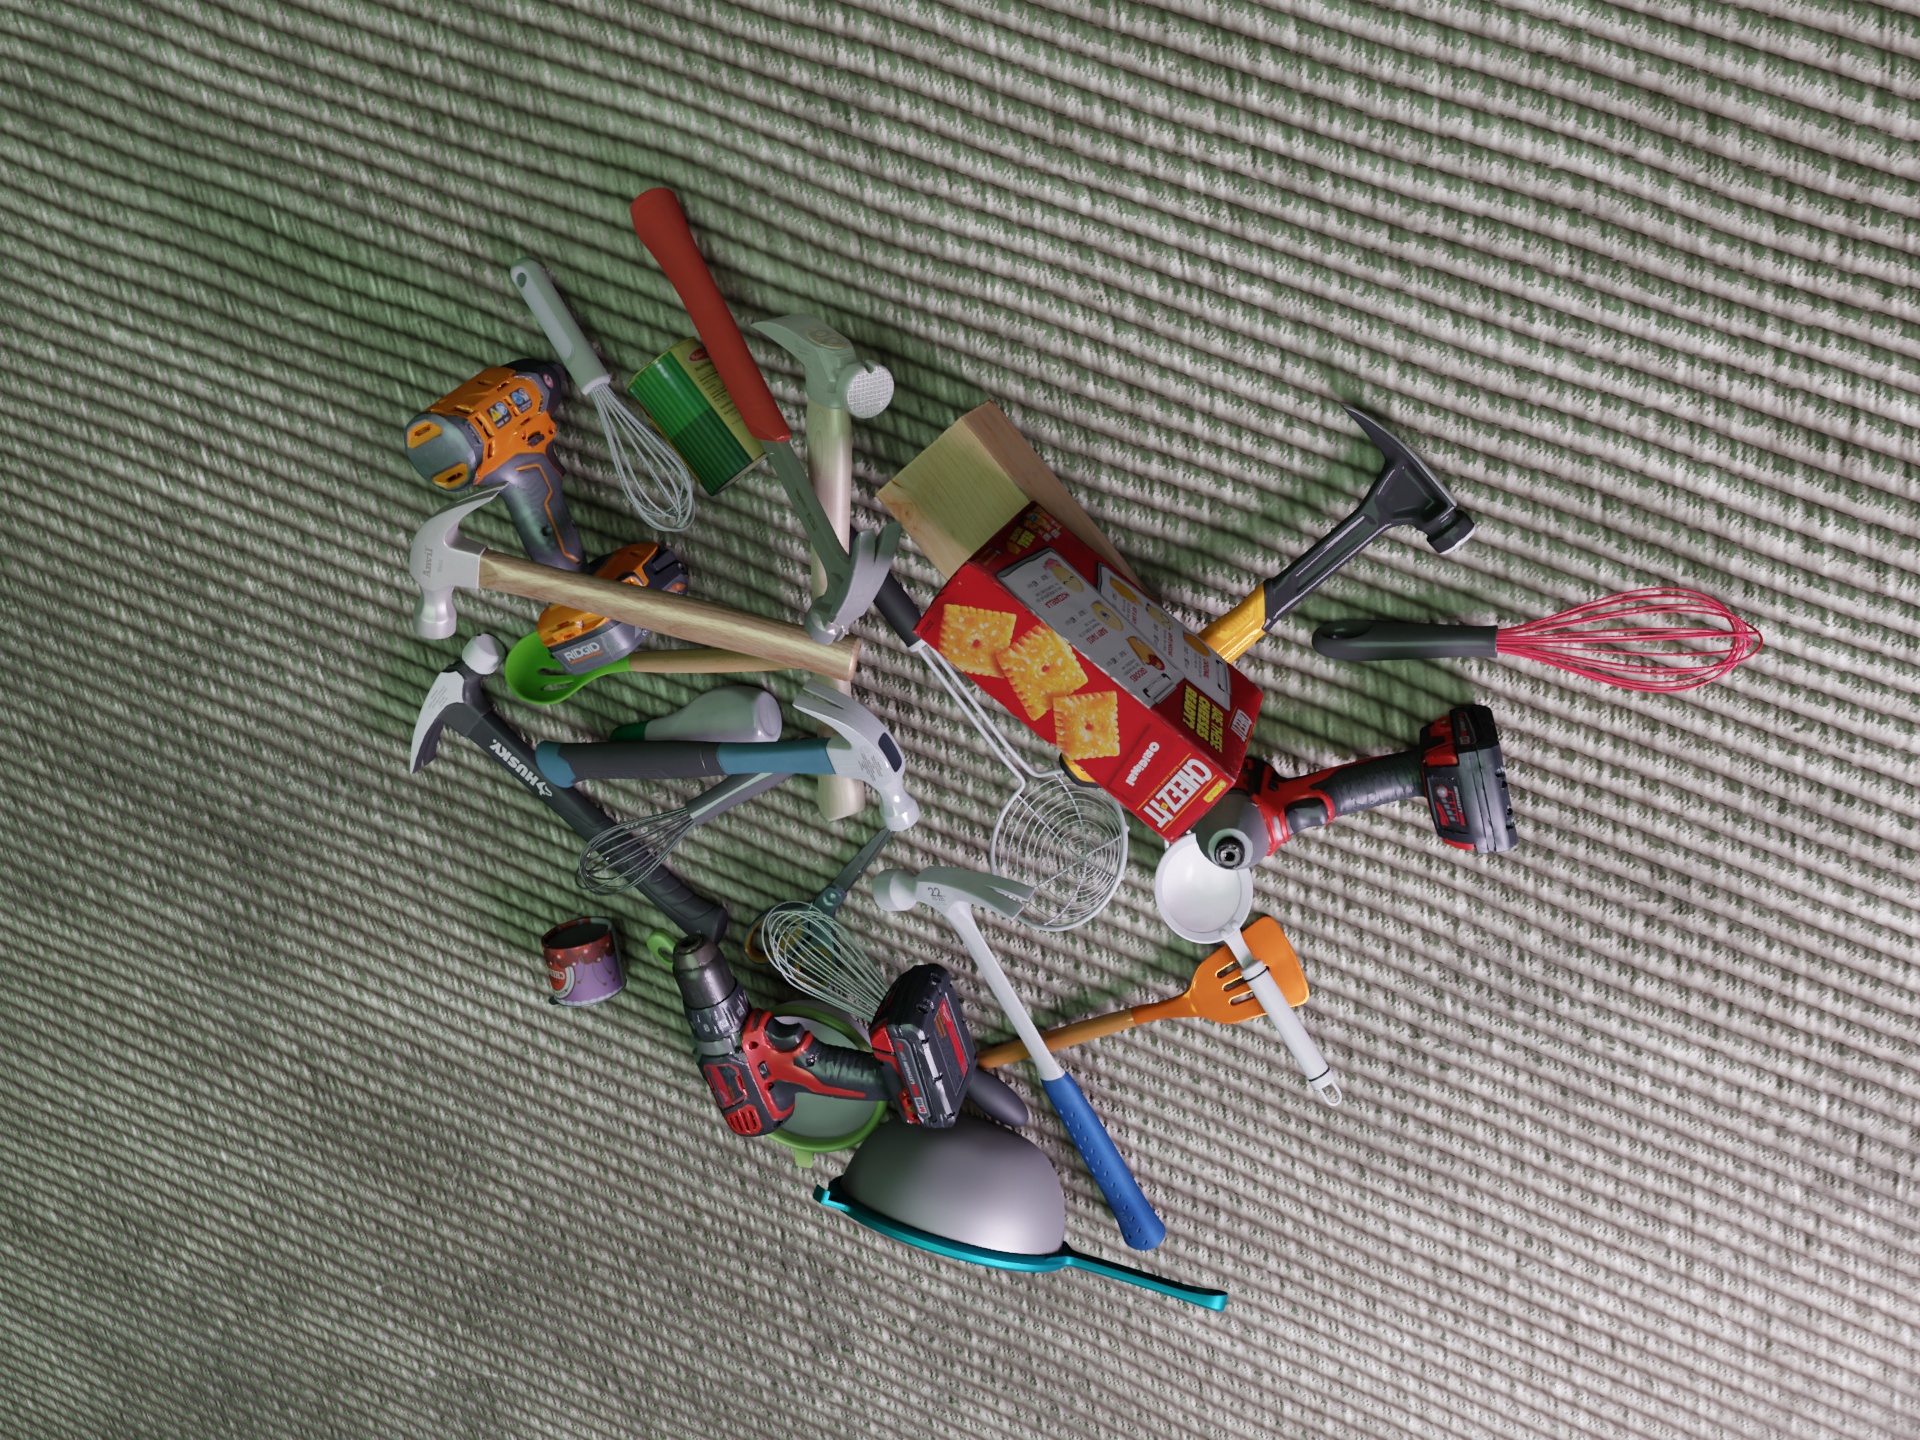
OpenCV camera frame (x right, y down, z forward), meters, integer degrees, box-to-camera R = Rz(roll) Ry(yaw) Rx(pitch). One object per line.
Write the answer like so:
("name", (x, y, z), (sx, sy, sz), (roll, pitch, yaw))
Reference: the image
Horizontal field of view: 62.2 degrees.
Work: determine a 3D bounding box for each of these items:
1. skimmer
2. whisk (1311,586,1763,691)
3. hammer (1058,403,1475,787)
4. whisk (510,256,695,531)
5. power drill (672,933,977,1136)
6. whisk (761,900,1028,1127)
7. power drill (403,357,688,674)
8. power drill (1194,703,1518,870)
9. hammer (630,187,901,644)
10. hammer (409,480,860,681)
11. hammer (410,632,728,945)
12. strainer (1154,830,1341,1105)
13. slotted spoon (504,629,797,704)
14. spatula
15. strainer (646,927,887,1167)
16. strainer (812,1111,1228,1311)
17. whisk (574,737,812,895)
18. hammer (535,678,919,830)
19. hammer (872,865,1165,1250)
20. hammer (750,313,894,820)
("skimmer", (-0.002, -0.004, 1.225), (0.127, 0.090, 0.363), (-34, 98, 26))
("whisk", (0.394, -0.055, 1.108), (0.296, 0.073, 0.073), (1, 111, 21))
("hammer", (0.196, -0.073, 1.143), (0.337, 0.034, 0.127), (-42, 97, 17))
("whisk", (-0.278, -0.251, 1.227), (0.058, 0.059, 0.246), (-33, 88, 40))
("power drill", (-0.117, 0.248, 1.279), (0.227, 0.080, 0.187), (-7, 117, 21))
("whisk", (-0.053, 0.253, 1.338), (0.284, 0.070, 0.070), (40, 116, -6))
("power drill", (-0.309, -0.168, 1.231), (0.084, 0.164, 0.226), (-17, 116, 32))
("power drill", (0.276, 0.058, 1.138), (0.219, 0.143, 0.078), (-11, 104, 18))
("hammer", (-0.146, -0.235, 1.122), (0.359, 0.036, 0.149), (63, 153, 16))
("hammer", (-0.235, -0.086, 1.156), (0.331, 0.031, 0.130), (14, 122, -1))
("hammer", (-0.336, 0.085, 1.390), (0.335, 0.035, 0.146), (43, 115, -2))
("strainer", (0.221, 0.188, 1.237), (0.258, 0.087, 0.050), (58, 158, 4))
("slotted spoon", (-0.242, -0.045, 1.277), (0.314, 0.031, 0.070), (0, 71, 30))
("spatula", (0.127, 0.248, 1.322), (0.322, 0.041, 0.081), (-22, 101, 27))
("strainer", (-0.166, 0.261, 1.383), (0.256, 0.069, 0.151), (45, 117, -6))
("strainer", (0.061, 0.394, 1.318), (0.340, 0.211, 0.095), (13, 84, 15))
("whisk", (-0.221, 0.078, 1.327), (0.239, 0.055, 0.055), (-30, 100, 9))
("hammer", (-0.198, 0.032, 1.269), (0.331, 0.033, 0.128), (-2, 126, 25))
("hammer", (0.074, 0.281, 1.298), (0.144, 0.035, 0.405), (-6, 121, 44))
("hammer", (-0.103, -0.100, 1.207), (0.146, 0.038, 0.410), (42, 141, 43))
